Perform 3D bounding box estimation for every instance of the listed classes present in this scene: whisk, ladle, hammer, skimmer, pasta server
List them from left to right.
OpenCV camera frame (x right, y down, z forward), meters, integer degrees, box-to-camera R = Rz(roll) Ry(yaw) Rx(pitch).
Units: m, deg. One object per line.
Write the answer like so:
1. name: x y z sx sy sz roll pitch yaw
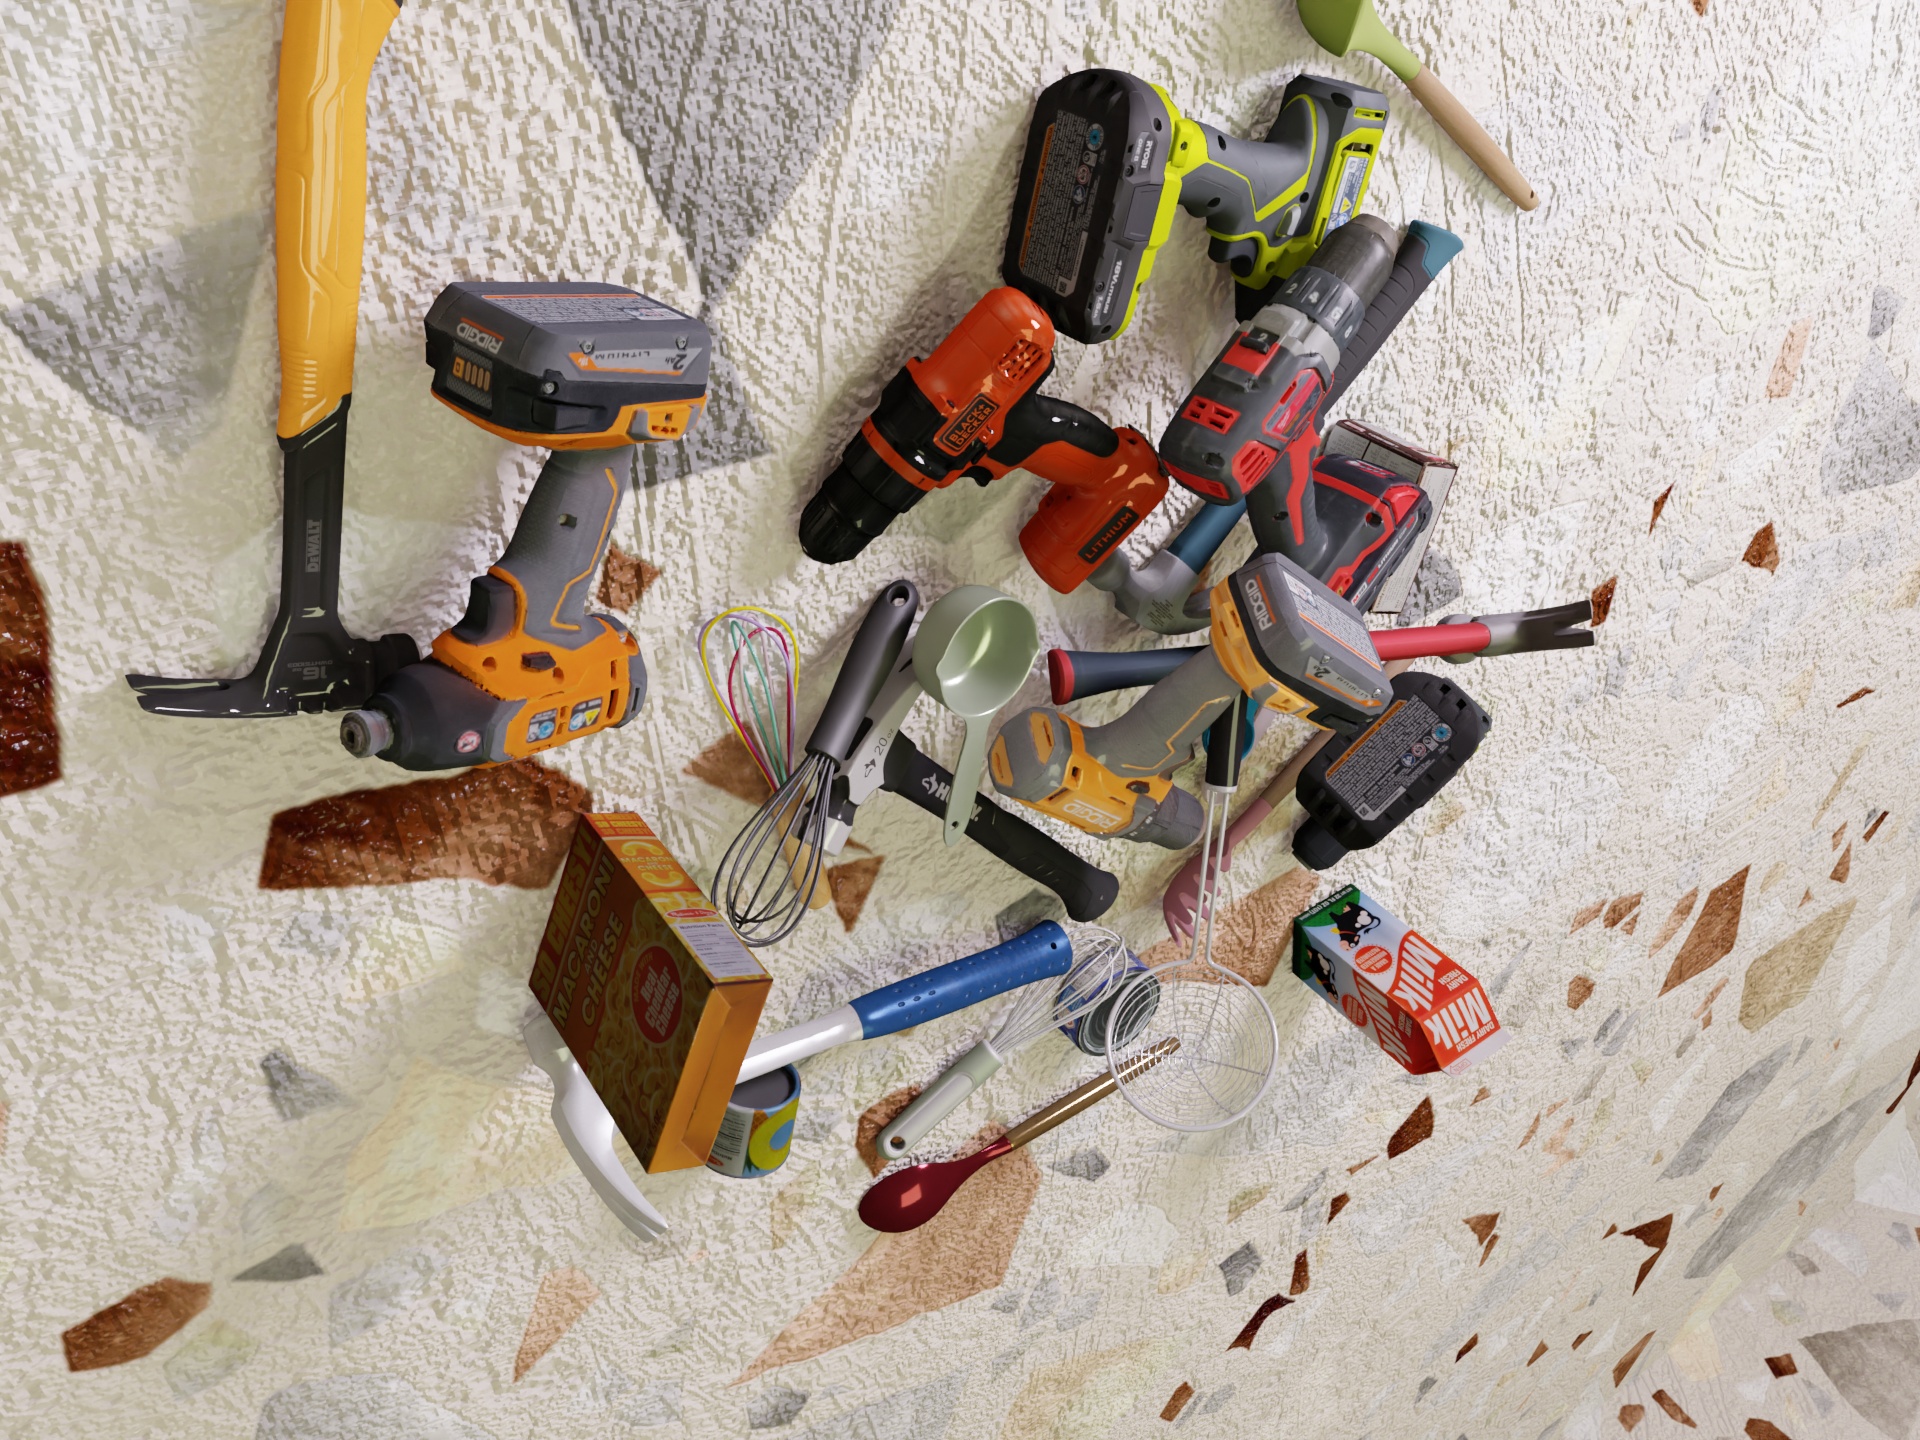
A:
1. hammer: -0.284 -0.153 0.679 0.127 0.034 0.336 -7 122 -37
2. whisk: -0.104 0.029 0.944 0.047 0.051 0.244 -34 138 -24
3. whisk: -0.075 0.020 0.905 0.055 0.055 0.239 47 60 -47
4. hammer: -0.078 0.208 1.050 0.405 0.144 0.035 -13 160 -40
5. hammer: 0.023 0.065 1.063 0.334 0.035 0.146 36 79 -51
6. whisk: 0.031 0.245 1.201 0.246 0.059 0.057 -42 98 -2
7. ladle: 0.058 0.333 1.298 0.315 0.031 0.069 -24 132 -27
8. skimmer: 0.181 0.113 1.150 0.090 0.127 0.363 -47 142 -72
9. hammer: 0.217 -0.195 1.054 0.331 0.033 0.128 -52 136 3
10. pasta server: 0.266 0.051 1.261 0.316 0.040 0.060 -45 158 -6
11. hammer: 0.241 -0.047 1.078 0.386 0.143 0.038 -6 90 -23
12. ladle: 0.298 -0.385 0.972 0.320 0.062 0.078 17 89 -47

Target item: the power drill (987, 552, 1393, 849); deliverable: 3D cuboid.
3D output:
1. power drill: 0.156 0.007 1.003 0.226 0.084 0.185 -35 140 29

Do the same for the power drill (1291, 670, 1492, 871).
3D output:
1. power drill: 0.324 0.044 1.226 0.190 0.080 0.228 -46 165 9

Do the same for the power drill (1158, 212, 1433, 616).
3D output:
1. power drill: 0.218 -0.174 0.965 0.188 0.080 0.226 -54 144 -7

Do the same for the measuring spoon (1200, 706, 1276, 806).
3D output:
1. measuring spoon: 0.218 0.009 1.214 0.034 0.018 0.124 32 90 -47

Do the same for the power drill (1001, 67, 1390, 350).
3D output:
1. power drill: 0.138 -0.279 0.903 0.223 0.080 0.171 -11 126 -37

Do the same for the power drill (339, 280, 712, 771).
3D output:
1. power drill: -0.204 -0.080 0.733 0.164 0.084 0.226 -23 136 -55

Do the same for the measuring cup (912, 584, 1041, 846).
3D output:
1. measuring cup: -0.002 -0.003 0.949 0.083 0.038 0.167 -13 125 -40

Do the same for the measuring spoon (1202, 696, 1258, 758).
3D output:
1. measuring spoon: 0.217 -0.027 1.185 0.042 0.021 0.128 28 91 -25
